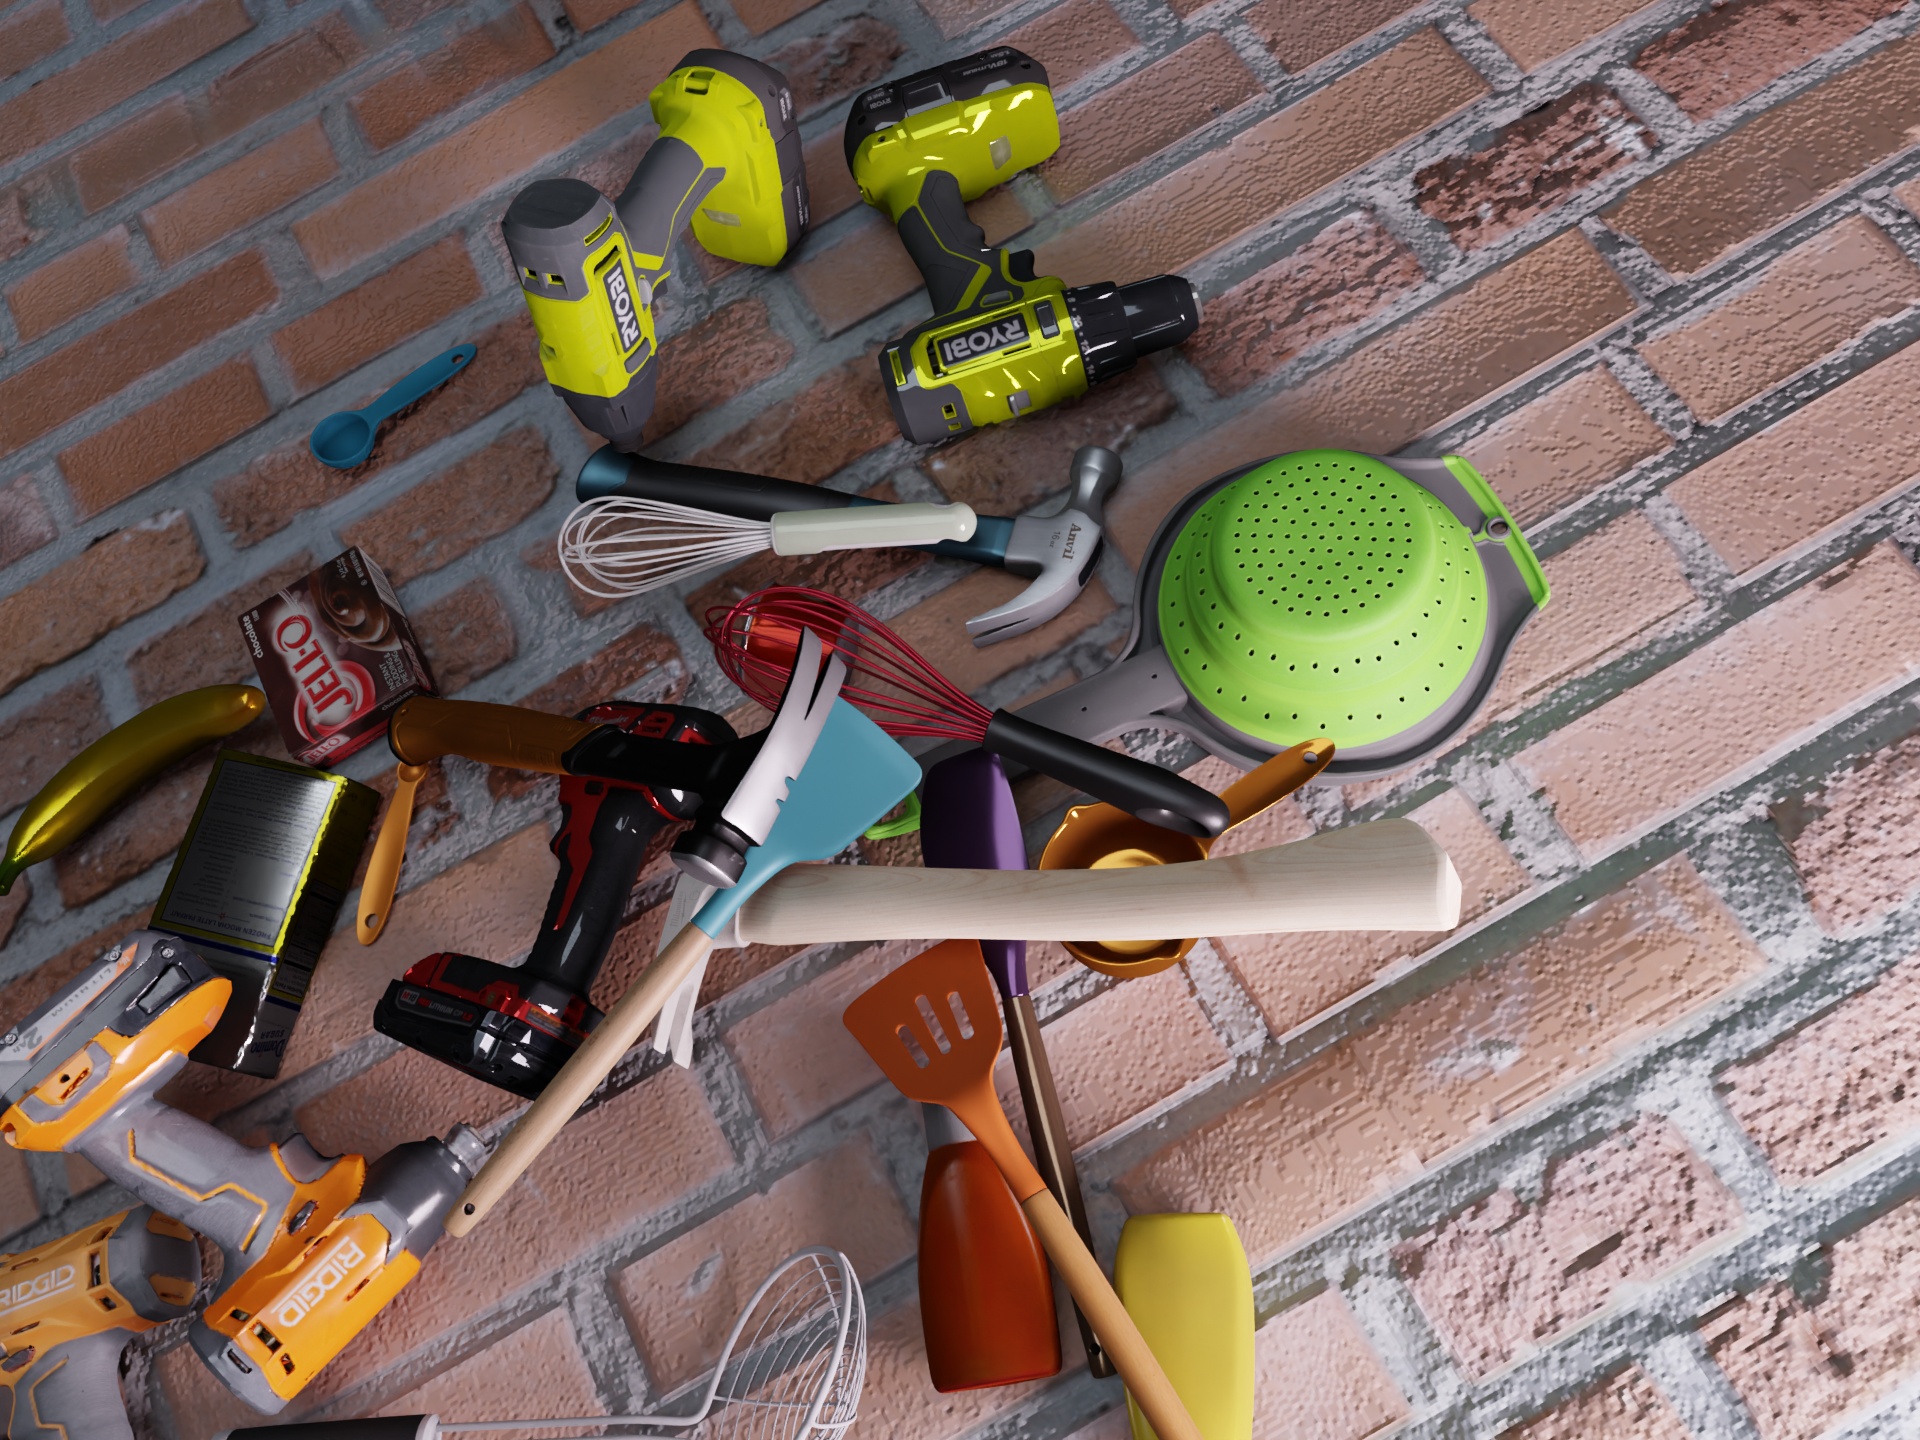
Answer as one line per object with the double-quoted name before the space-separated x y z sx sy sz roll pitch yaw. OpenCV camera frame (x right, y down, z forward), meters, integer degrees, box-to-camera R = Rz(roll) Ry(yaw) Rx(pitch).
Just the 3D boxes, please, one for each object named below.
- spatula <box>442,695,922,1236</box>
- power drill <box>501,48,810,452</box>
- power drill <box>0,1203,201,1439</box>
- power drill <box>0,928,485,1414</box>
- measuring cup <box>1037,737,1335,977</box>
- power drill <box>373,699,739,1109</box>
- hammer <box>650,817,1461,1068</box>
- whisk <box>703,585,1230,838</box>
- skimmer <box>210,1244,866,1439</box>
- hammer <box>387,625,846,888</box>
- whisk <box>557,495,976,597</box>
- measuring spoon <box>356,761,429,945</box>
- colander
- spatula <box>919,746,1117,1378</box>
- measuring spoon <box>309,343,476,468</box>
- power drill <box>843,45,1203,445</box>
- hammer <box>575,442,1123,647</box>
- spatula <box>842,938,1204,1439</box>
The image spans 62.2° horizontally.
"spatula" -0.147 0.123 0.786 0.082 0.044 0.317 39 78 0
"power drill" -0.178 -0.284 0.961 0.080 0.171 0.223 17 55 18
"power drill" -0.480 0.384 0.813 0.185 0.084 0.226 -21 61 3
"power drill" -0.370 0.216 0.824 0.226 0.084 0.164 45 66 2
"measuring cup" 0.121 0.066 0.825 0.173 0.052 0.095 -33 66 -4
"power drill" -0.215 0.088 0.863 0.143 0.078 0.220 4 62 43
"hammer" 0.028 0.097 0.768 0.411 0.038 0.146 -5 58 28
"whisk" -0.001 -0.003 0.818 0.296 0.073 0.073 22 75 13
"skimmer" -0.215 0.328 0.771 0.363 0.090 0.127 -9 36 11
"hammer" -0.203 0.007 0.841 0.337 0.034 0.127 5 60 43
"whisk" -0.113 -0.105 0.913 0.246 0.058 0.059 -3 101 8
"measuring spoon" -0.336 0.076 0.943 0.021 0.011 0.117 6 74 15
"colander" 0.117 -0.041 0.844 0.397 0.094 0.205 -25 66 1
"spatula" 0.032 0.166 0.804 0.060 0.018 0.316 -22 71 23
"measuring spoon" -0.374 -0.209 1.063 0.128 0.021 0.042 -40 66 -15
"power drill" 0.030 -0.293 0.975 0.190 0.080 0.229 -17 69 5
"hammer" -0.077 -0.125 0.953 0.331 0.033 0.128 11 70 16
"spatula" 0.049 0.242 0.736 0.081 0.041 0.323 -33 67 -2
